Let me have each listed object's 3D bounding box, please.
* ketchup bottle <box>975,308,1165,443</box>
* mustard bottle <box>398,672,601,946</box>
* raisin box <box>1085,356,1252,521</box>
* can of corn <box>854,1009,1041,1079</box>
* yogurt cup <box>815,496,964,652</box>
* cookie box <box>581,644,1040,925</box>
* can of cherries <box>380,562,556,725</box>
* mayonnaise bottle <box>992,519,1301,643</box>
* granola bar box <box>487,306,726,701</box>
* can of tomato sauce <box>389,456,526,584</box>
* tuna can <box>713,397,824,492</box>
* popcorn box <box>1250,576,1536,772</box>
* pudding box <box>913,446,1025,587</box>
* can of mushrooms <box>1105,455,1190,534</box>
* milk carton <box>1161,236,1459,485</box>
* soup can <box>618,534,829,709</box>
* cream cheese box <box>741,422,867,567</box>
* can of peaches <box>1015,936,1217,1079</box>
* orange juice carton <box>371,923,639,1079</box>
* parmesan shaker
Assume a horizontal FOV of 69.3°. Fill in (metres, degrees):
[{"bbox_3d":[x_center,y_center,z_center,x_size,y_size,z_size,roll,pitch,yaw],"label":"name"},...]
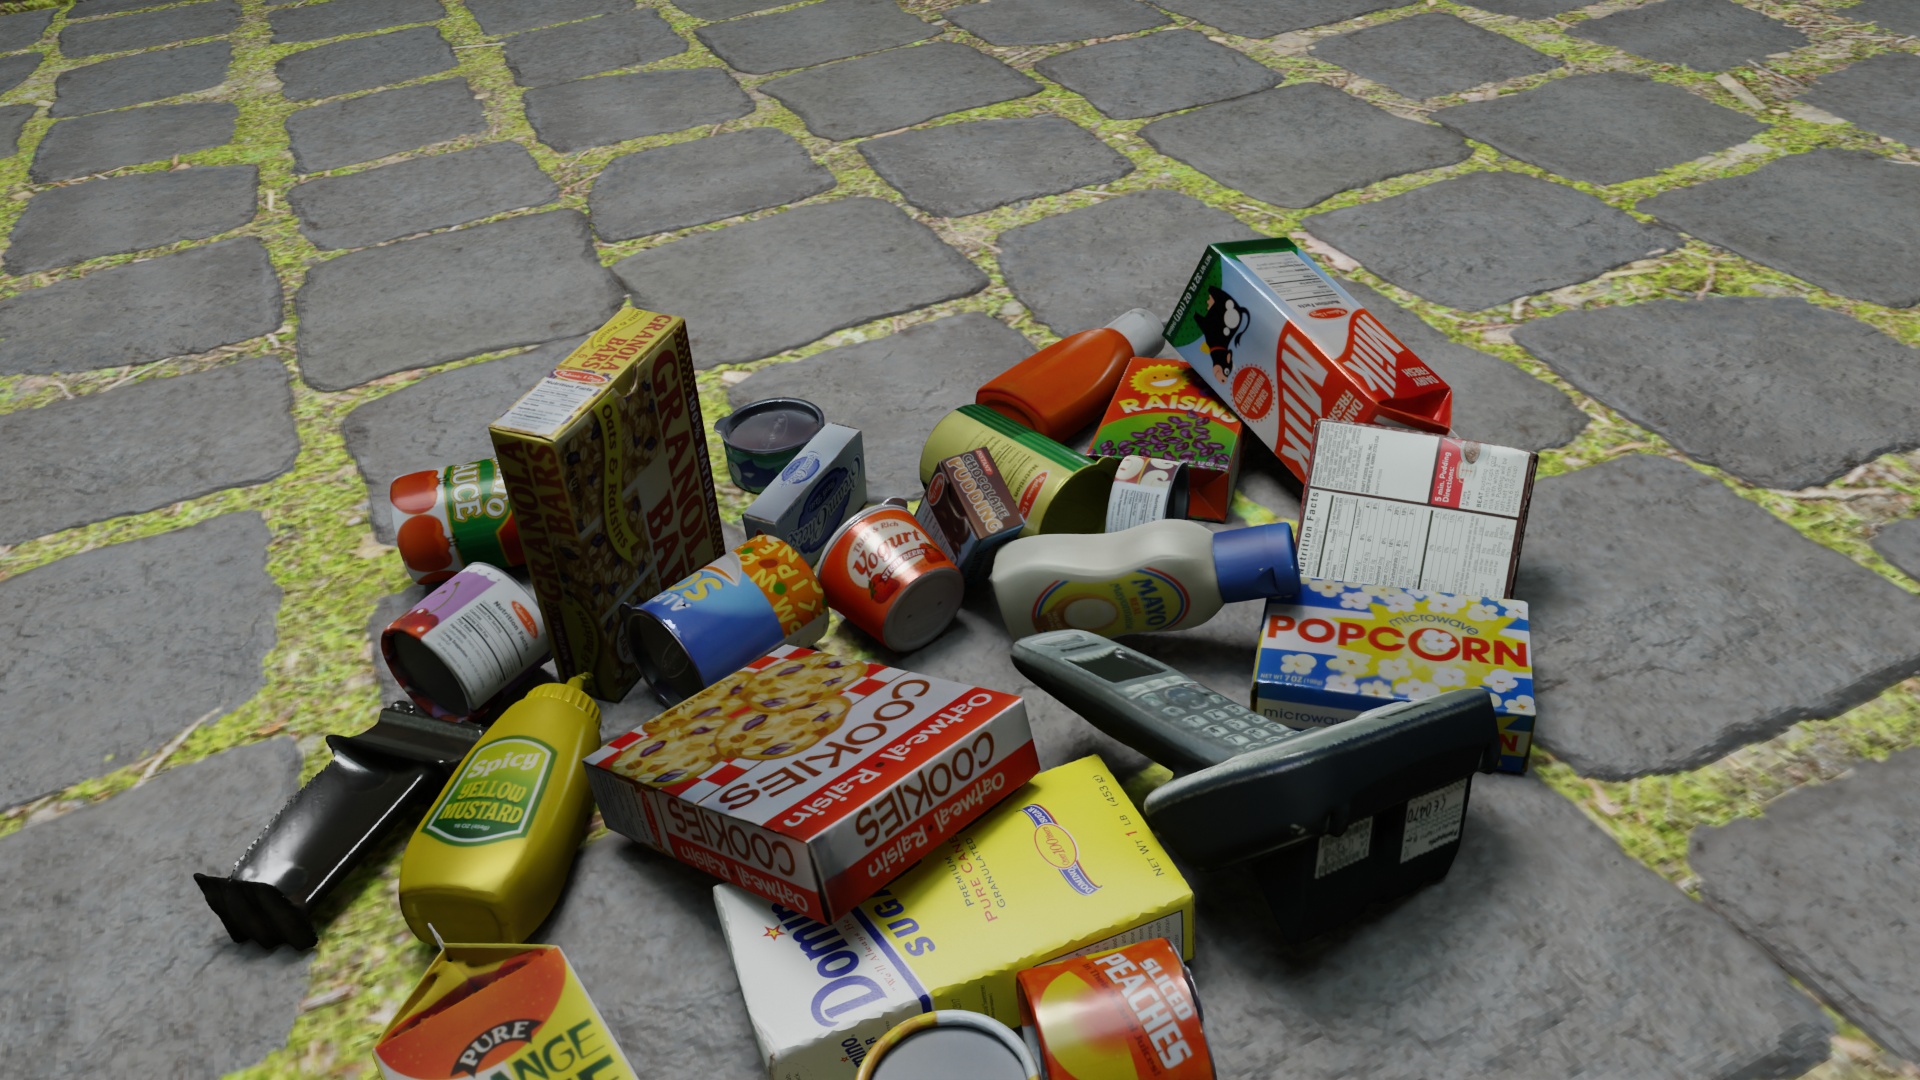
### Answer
[{"bbox_3d":[0.079,-0.110,0.919,0.065,0.043,0.149,26,46,34],"label":"ketchup bottle"},{"bbox_3d":[-0.202,0.113,0.645,0.065,0.048,0.161,1,37,6],"label":"mustard bottle"},{"bbox_3d":[0.133,-0.066,0.857,0.086,0.039,0.124,7,37,18],"label":"raisin box"},{"bbox_3d":[-0.004,0.209,0.481,0.071,0.058,0.071,-4,36,3],"label":"can of corn"},{"bbox_3d":[-0.035,0.022,0.738,0.073,0.072,0.054,-28,50,-28],"label":"yogurt cup"},{"bbox_3d":[-0.067,0.099,0.607,0.167,0.040,0.123,6,27,46],"label":"cookie box"},{"bbox_3d":[-0.256,0.055,0.720,0.071,0.071,0.059,17,42,27],"label":"can of cherries"},{"bbox_3d":[0.094,0.020,0.700,0.148,0.064,0.041,-10,35,17],"label":"mayonnaise bottle"},{"bbox_3d":[-0.175,-0.019,0.724,0.039,0.164,0.125,11,39,17],"label":"granola bar box"},{"bbox_3d":[-0.282,-0.015,0.812,0.083,0.070,0.071,-12,37,-9],"label":"can of tomato sauce"},{"bbox_3d":[-0.120,-0.061,0.886,0.071,0.032,0.071,-3,36,2],"label":"tuna can"},{"bbox_3d":[0.208,0.062,0.673,0.127,0.038,0.085,6,37,15],"label":"popcorn box"},{"bbox_3d":[0.003,-0.009,0.748,0.030,0.083,0.050,-20,73,-20],"label":"pudding box"},{"bbox_3d":[0.104,-0.013,0.767,0.033,0.070,0.071,8,38,19],"label":"can of mushrooms"},{"bbox_3d":[0.212,-0.093,0.815,0.074,0.072,0.191,-12,52,-36],"label":"milk carton"},{"bbox_3d":[-0.121,0.042,0.715,0.071,0.071,0.084,26,46,36],"label":"soup can"},{"bbox_3d":[-0.089,-0.020,0.809,0.024,0.053,0.104,13,40,20],"label":"cream cheese box"},{"bbox_3d":[0.055,0.181,0.502,0.058,0.071,0.071,-11,36,-6],"label":"can of peaches"},{"bbox_3d":[-0.143,0.215,0.480,0.073,0.071,0.193,-26,41,-26],"label":"orange juice carton"},{"bbox_3d":[0.035,-0.034,0.799,0.071,0.071,0.103,-30,42,-30],"label":"parmesan shaker"}]
